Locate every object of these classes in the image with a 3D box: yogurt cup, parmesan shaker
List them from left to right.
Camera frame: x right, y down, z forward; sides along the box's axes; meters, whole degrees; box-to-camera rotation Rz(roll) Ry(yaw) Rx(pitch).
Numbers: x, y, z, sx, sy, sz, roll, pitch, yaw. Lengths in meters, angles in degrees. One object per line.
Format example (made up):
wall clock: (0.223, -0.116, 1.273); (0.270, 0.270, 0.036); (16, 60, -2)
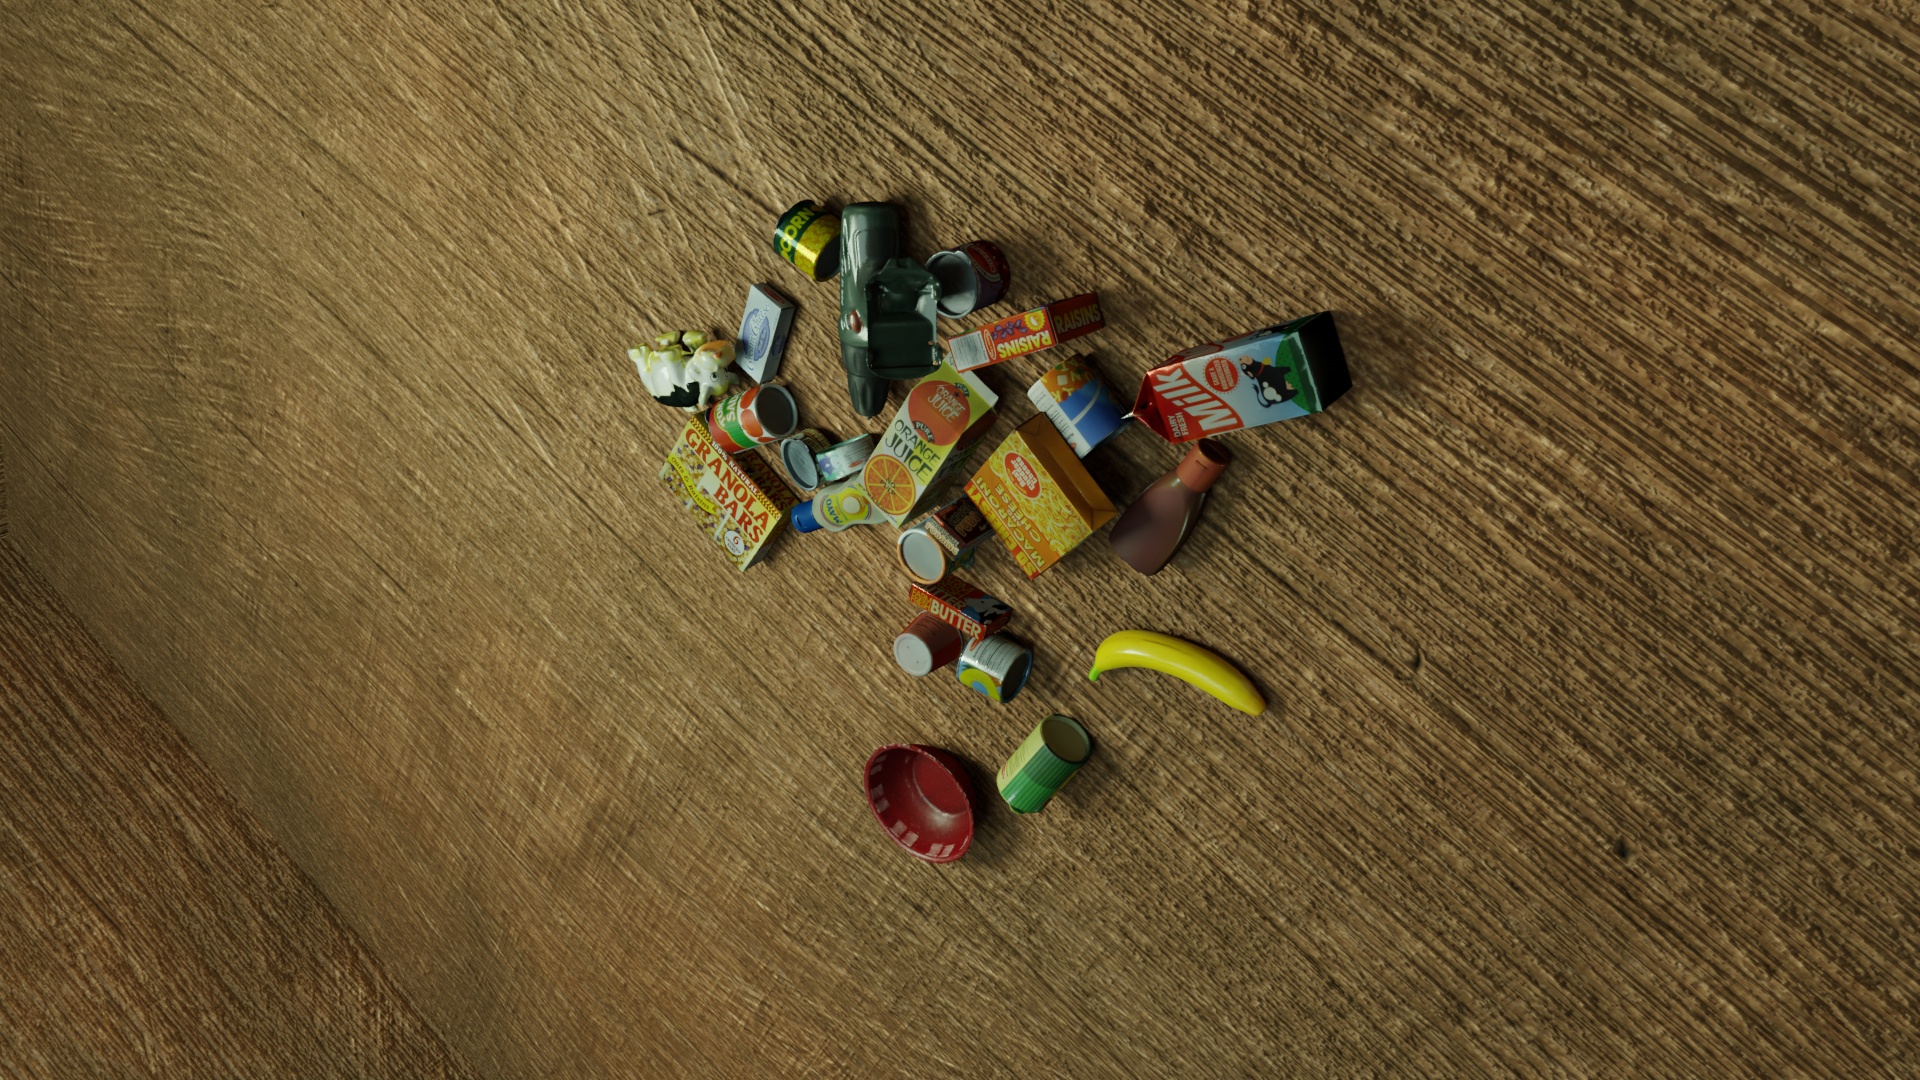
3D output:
yogurt cup: (-0.039, 0.119, 1.576); (0.072, 0.054, 0.072); (16, 120, 30)
parmesan shaker: (0.092, 0.248, 1.526); (0.071, 0.071, 0.102); (45, 131, 12)

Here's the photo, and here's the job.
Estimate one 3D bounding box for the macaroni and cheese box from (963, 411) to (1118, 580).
macaroni and cheese box: (0.077, -0.040, 1.379); (0.124, 0.040, 0.166); (54, 156, 5)

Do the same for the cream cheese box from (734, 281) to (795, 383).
cream cheese box: (-0.222, -0.233, 1.563); (0.053, 0.024, 0.103); (42, 130, 24)

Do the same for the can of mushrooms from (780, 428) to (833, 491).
can of mushrooms: (-0.171, -0.093, 1.578); (0.071, 0.033, 0.070); (33, 139, 34)

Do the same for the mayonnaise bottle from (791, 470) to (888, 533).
mayonnaise bottle: (-0.132, -0.040, 1.578); (0.147, 0.041, 0.064); (-16, 103, 41)

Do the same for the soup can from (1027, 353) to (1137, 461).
soup can: (0.117, -0.129, 1.331); (0.084, 0.072, 0.071); (53, 132, 5)

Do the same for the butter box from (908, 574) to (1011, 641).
butter box: (-0.001, 0.070, 1.524); (0.103, 0.053, 0.024); (28, 124, 24)

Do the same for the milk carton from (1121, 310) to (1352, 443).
milk carton: (0.236, -0.138, 1.227); (0.190, 0.073, 0.073); (-11, 105, 40)

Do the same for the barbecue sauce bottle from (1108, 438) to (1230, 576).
barbecue sauce bottle: (0.202, -0.034, 1.324); (0.065, 0.044, 0.147); (43, 130, 12)

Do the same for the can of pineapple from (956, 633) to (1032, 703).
can of pineapple: (0.038, 0.138, 1.519); (0.058, 0.071, 0.070); (24, 124, 27)

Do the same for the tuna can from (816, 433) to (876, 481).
tuna can: (-0.124, -0.092, 1.533); (0.071, 0.071, 0.032); (-14, 102, 41)

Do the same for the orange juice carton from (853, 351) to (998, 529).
orange juice carton: (-0.029, -0.107, 1.446); (0.072, 0.073, 0.191); (45, 131, 11)

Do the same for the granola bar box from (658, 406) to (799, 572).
granola bar box: (-0.281, -0.062, 1.685); (0.165, 0.039, 0.123); (48, 132, 9)

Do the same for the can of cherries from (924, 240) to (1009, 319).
can of cherries: (0.008, -0.257, 1.355); (0.071, 0.059, 0.071); (17, 120, 32)

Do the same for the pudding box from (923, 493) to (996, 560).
pudding box: (0.005, -0.018, 1.456); (0.050, 0.084, 0.030); (46, 129, 11)

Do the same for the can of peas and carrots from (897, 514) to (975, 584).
can of peas and carrots: (-0.025, 0.010, 1.509); (0.071, 0.059, 0.070); (17, 121, 31)

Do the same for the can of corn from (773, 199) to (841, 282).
can of corn: (-0.152, -0.311, 1.443); (0.058, 0.071, 0.070); (38, 129, 16)

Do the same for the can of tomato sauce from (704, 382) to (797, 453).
can of tomato sauce: (-0.239, -0.142, 1.594); (0.083, 0.071, 0.071); (-13, 103, 40)

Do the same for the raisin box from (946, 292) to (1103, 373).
raisin box: (0.062, -0.198, 1.322); (0.123, 0.086, 0.040); (-10, 100, 40)
